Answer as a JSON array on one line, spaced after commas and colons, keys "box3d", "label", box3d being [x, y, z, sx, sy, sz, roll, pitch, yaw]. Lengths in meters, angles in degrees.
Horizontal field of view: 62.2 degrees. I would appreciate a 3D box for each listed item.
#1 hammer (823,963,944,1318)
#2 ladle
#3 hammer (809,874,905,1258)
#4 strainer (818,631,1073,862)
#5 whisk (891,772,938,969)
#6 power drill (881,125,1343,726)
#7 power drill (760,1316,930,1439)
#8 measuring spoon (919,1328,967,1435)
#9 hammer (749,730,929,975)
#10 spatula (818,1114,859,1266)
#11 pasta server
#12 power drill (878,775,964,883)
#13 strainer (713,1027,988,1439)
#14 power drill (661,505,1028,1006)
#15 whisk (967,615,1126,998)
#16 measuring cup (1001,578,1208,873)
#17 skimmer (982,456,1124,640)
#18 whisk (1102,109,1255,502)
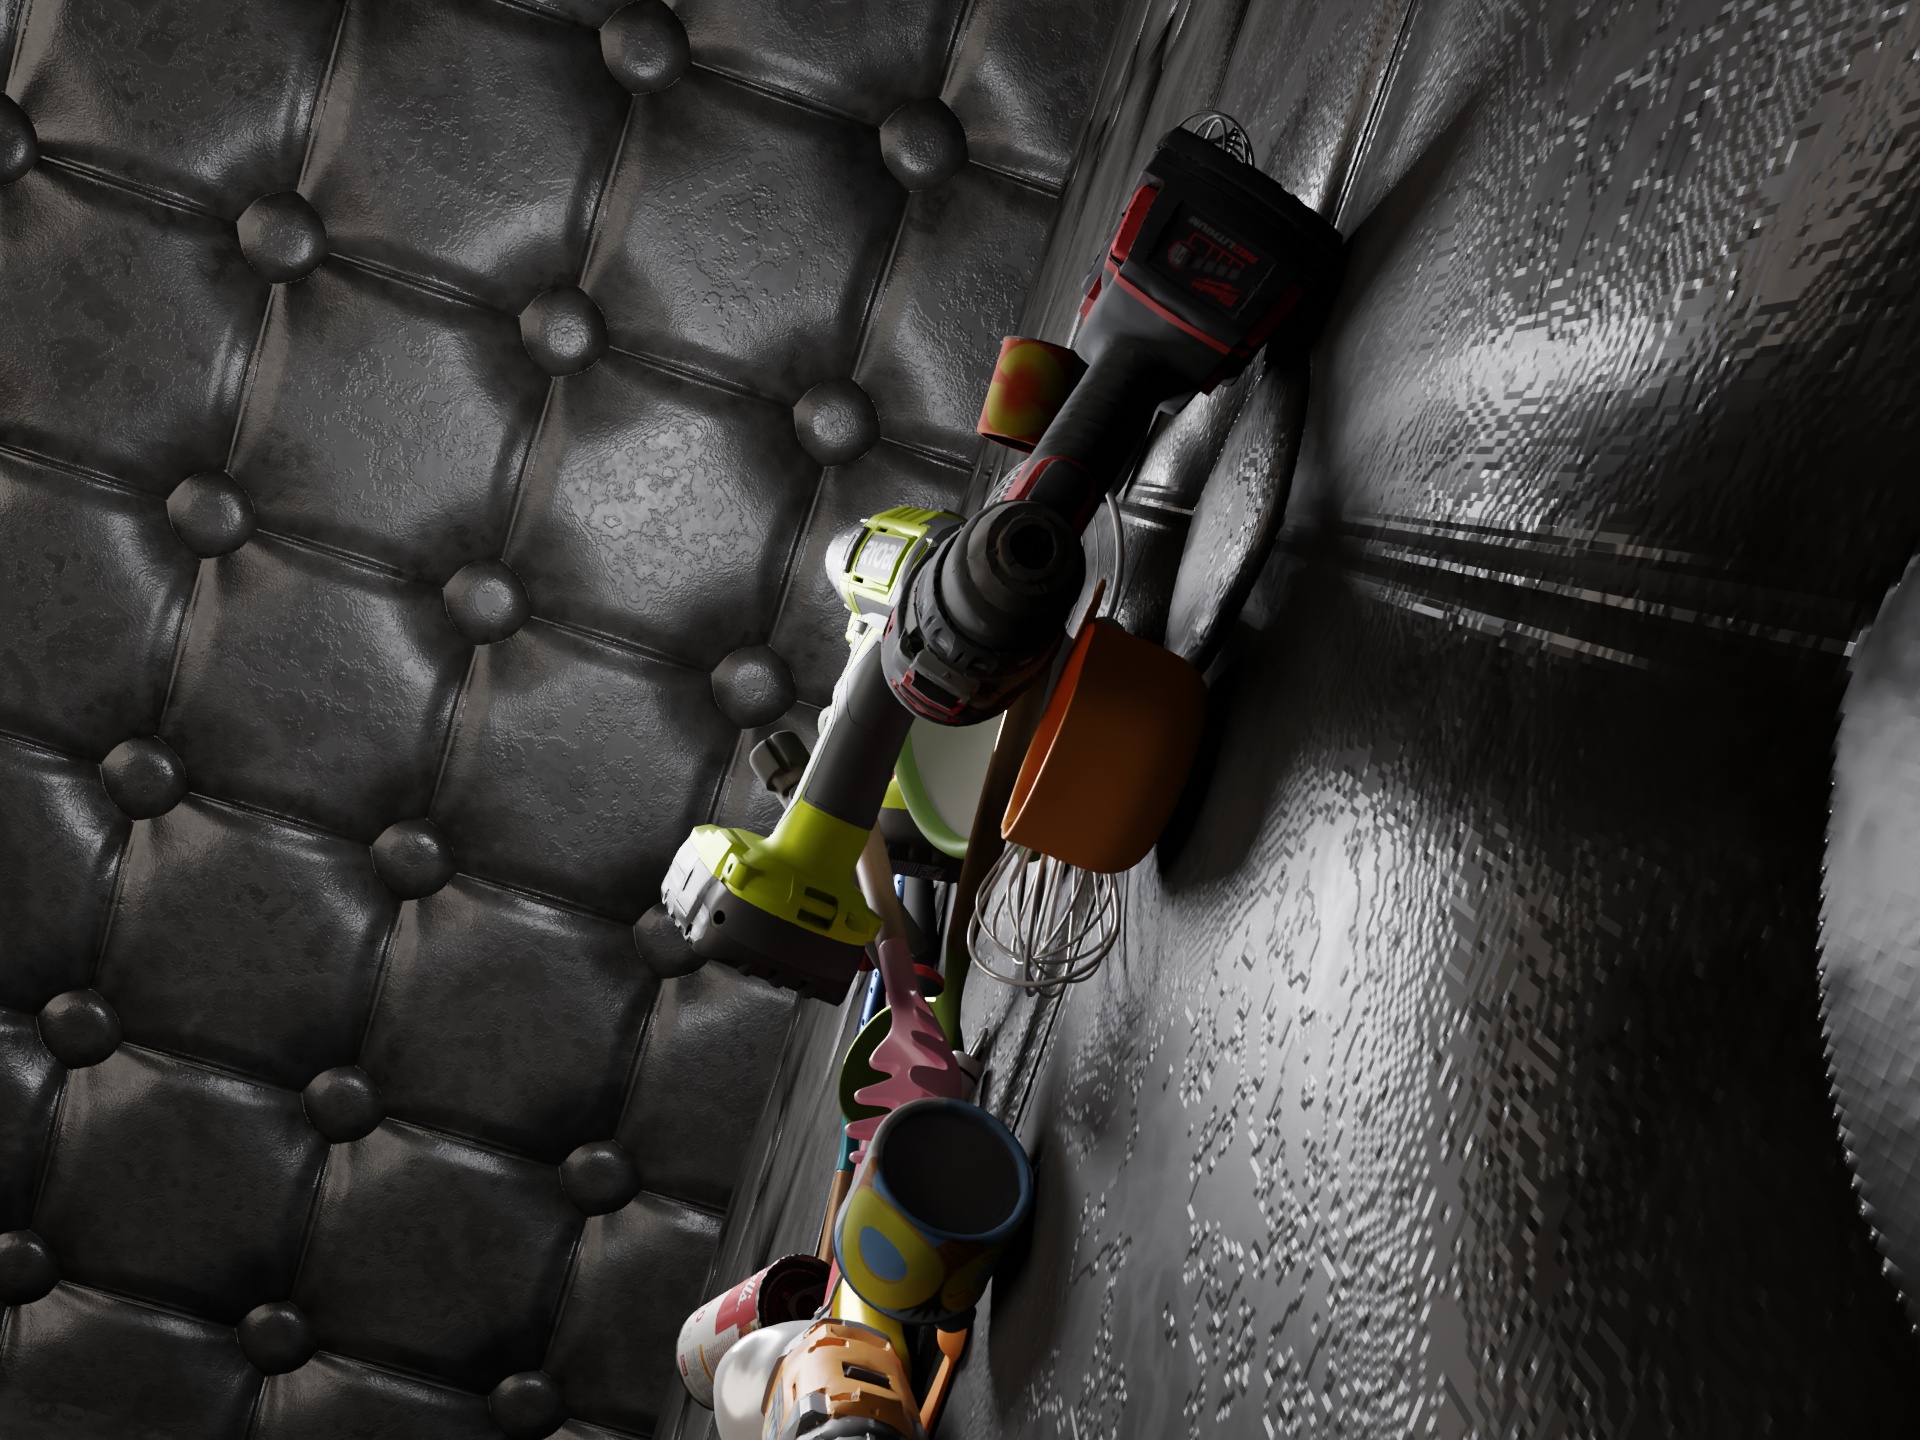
[{"box3d": [-0.056, 0.298, 0.885, 0.143, 0.038, 0.387, 116, 170, -50], "label": "hammer"}, {"box3d": [-0.007, 0.089, 0.775, 0.078, 0.062, 0.320, -105, 23, -50], "label": "ladle"}, {"box3d": [-0.080, 0.293, 1.163, 0.144, 0.035, 0.406, 115, 171, -57], "label": "hammer"}, {"box3d": [-0.001, -0.003, 0.873, 0.256, 0.069, 0.151, -6, 87, 62], "label": "strainer"}, {"box3d": [-0.032, 0.099, 1.224, 0.296, 0.073, 0.073, -92, 20, -56], "label": "whisk"}, {"box3d": [0.050, -0.104, 0.589, 0.227, 0.080, 0.188, -58, 2, -12], "label": "power drill"}, {"box3d": [-0.066, 0.352, 0.570, 0.185, 0.084, 0.226, 158, 131, -82], "label": "power drill"}, {"box3d": [-0.019, 0.292, 0.660, 0.021, 0.011, 0.117, -87, 16, -71], "label": "measuring spoon"}, {"box3d": [-0.066, 0.125, 1.032, 0.036, 0.149, 0.358, -31, -17, -9], "label": "hammer"}, {"box3d": [-0.066, 0.319, 1.023, 0.082, 0.044, 0.318, 117, 164, -63], "label": "spatula"}, {"box3d": [-0.044, 0.092, 0.780, 0.060, 0.040, 0.317, -58, 27, 24], "label": "pasta server"}, {"box3d": [-0.019, -0.003, 1.125, 0.171, 0.080, 0.223, 114, 166, -78], "label": "power drill"}, {"box3d": [-0.052, 0.249, 0.741, 0.258, 0.050, 0.086, -56, -6, -28], "label": "strainer"}, {"box3d": [-0.058, 0.003, 0.766, 0.228, 0.080, 0.191, -65, 23, 0], "label": "power drill"}, {"box3d": [0.048, 0.026, 0.680, 0.246, 0.059, 0.057, -72, -24, -53], "label": "whisk"}, {"box3d": [0.063, -0.008, 0.615, 0.174, 0.052, 0.095, -67, 0, -59], "label": "measuring cup"}, {"box3d": [0.065, -0.105, 1.008, 0.363, 0.090, 0.127, -45, -40, -79], "label": "skimmer"}, {"box3d": [0.107, -0.217, 0.869, 0.055, 0.055, 0.238, -78, 4, -48], "label": "whisk"}]
